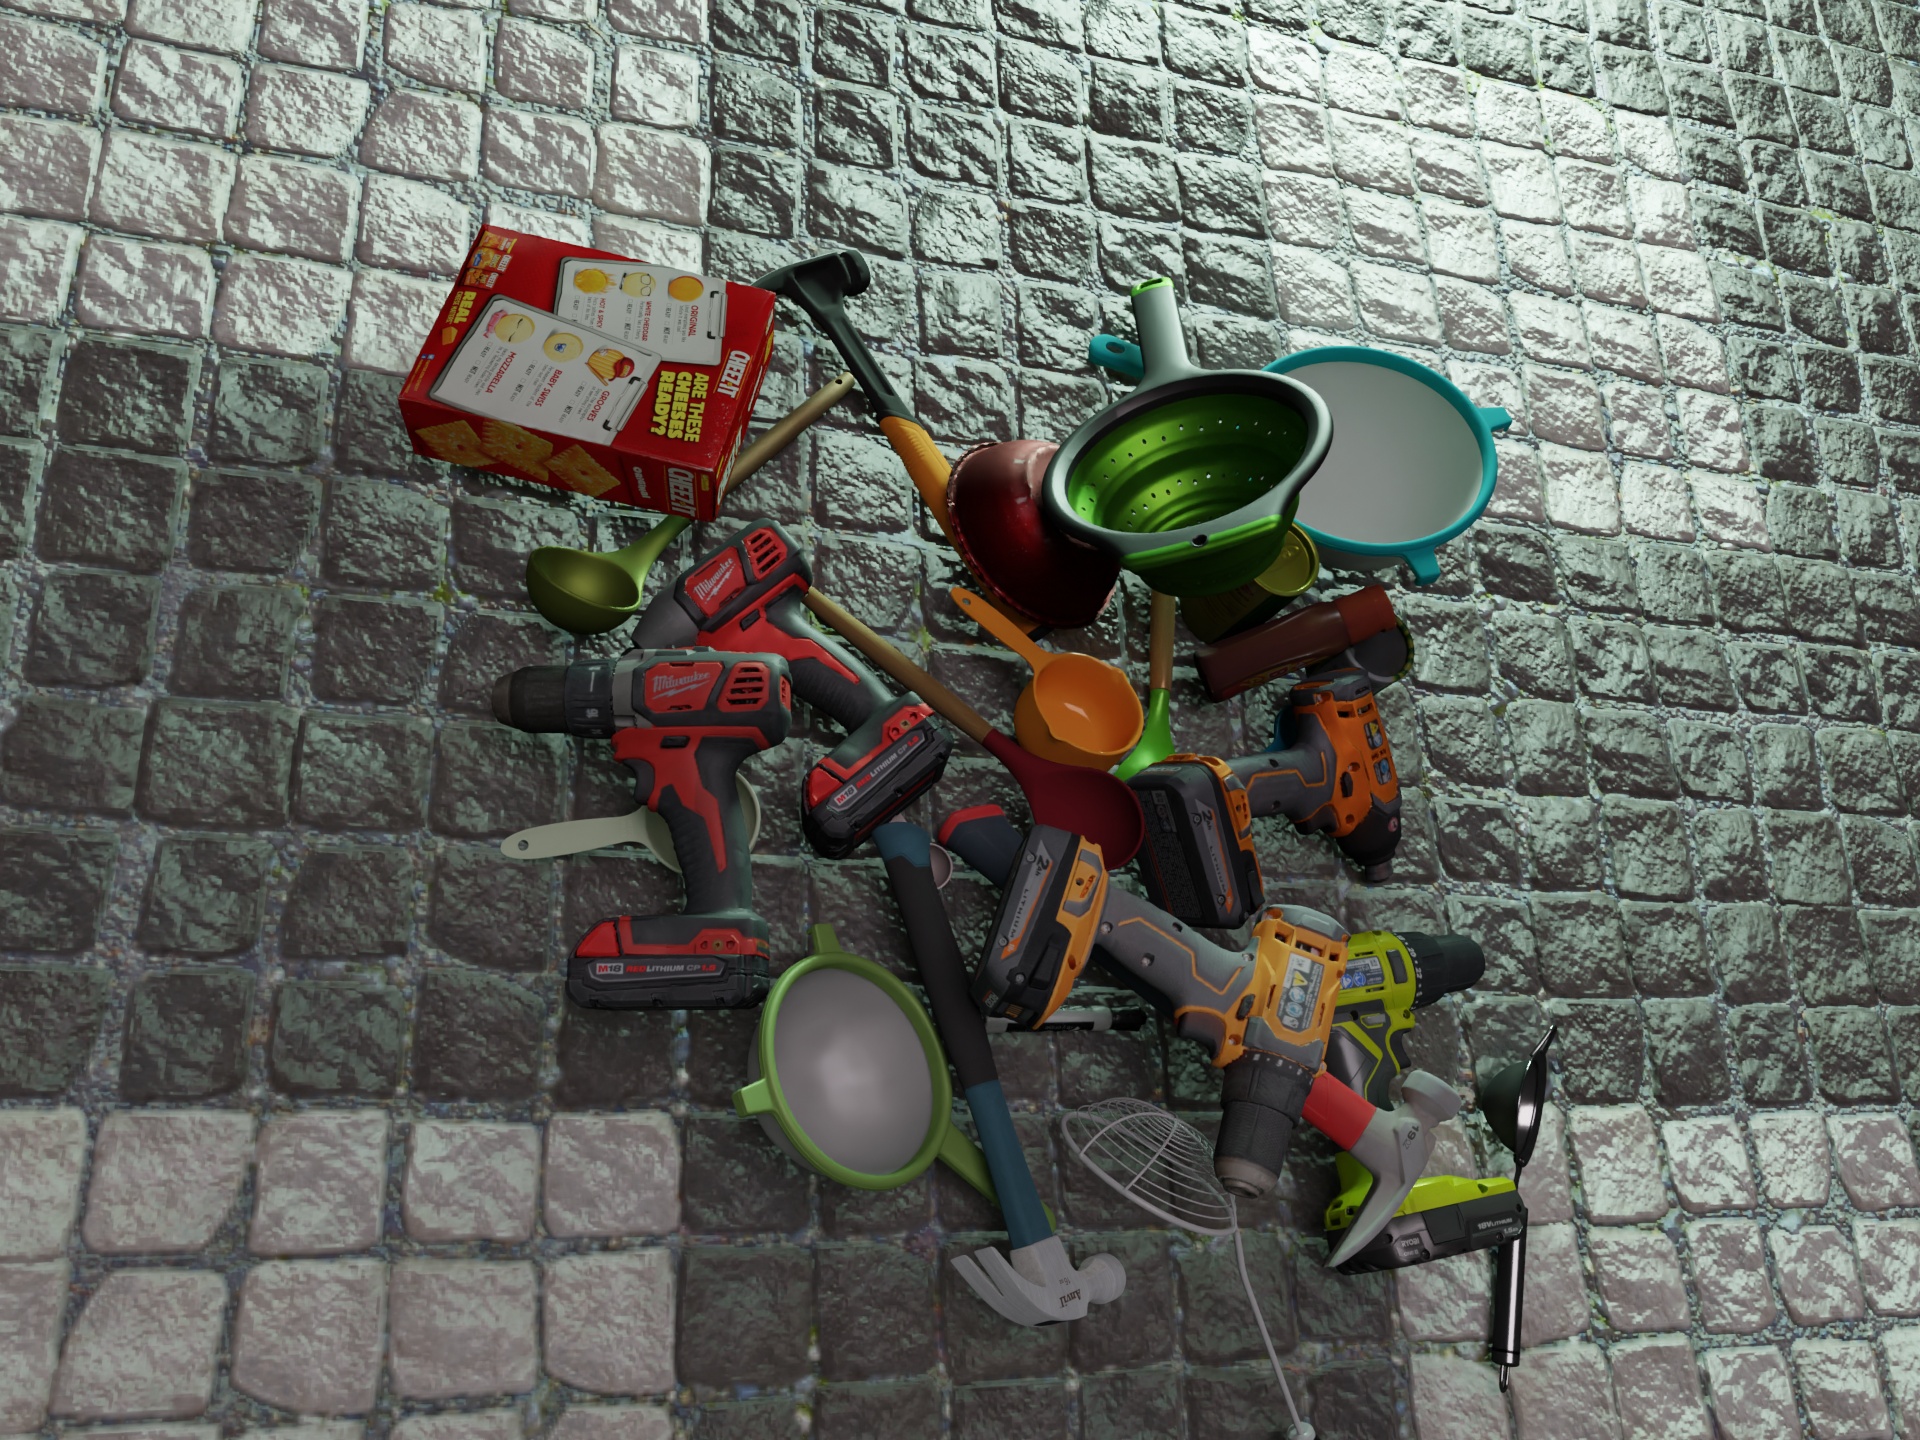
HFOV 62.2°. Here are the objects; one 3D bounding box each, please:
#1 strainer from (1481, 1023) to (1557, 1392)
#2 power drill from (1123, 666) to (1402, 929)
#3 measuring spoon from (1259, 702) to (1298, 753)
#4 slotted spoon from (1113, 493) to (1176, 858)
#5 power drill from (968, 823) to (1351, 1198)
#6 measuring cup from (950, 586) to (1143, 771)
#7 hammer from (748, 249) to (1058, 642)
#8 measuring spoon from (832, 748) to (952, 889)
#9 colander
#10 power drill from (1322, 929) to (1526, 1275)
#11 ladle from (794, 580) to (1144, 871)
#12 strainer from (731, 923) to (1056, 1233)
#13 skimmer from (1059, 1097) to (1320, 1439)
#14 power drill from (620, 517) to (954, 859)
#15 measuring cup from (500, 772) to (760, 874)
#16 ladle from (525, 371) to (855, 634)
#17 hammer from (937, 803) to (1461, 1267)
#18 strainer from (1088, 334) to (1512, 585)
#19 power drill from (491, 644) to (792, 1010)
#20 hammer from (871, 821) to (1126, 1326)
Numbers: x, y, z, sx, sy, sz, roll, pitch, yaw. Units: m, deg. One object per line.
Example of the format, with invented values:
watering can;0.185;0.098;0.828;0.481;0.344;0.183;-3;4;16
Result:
strainer;0.396;0.345;1.143;0.086;0.050;0.259;36;59;-54
power drill;0.234;0.071;1.154;0.226;0.084;0.164;-23;100;-33
measuring spoon;0.228;0.034;1.218;0.128;0.021;0.042;-42;99;-18
slotted spoon;0.151;-0.046;1.213;0.070;0.031;0.314;13;65;-16
power drill;0.123;0.181;1.003;0.226;0.084;0.185;20;63;-1
measuring cup;0.051;-0.027;1.155;0.174;0.052;0.095;41;48;8
hammer;-0.037;-0.199;1.187;0.127;0.034;0.337;-31;86;-40
measuring spoon;-0.051;0.069;1.109;0.034;0.018;0.124;-36;78;-14
colander;0.167;-0.207;1.184;0.204;0.094;0.398;-14;39;12
power drill;0.312;0.260;1.126;0.190;0.080;0.229;-5;69;-20
ladle;-0.002;-0.004;1.110;0.315;0.031;0.069;38;86;13
strainer;-0.045;0.261;1.016;0.256;0.069;0.152;44;39;-19
skimmer;0.170;0.412;1.026;0.090;0.127;0.363;-21;90;7
power drill;-0.119;-0.019;1.077;0.143;0.078;0.220;-39;81;-15
measuring cup;-0.214;0.073;1.042;0.167;0.038;0.083;-8;79;-4
ladle;-0.179;-0.168;1.129;0.078;0.062;0.320;36;59;13
hammer;0.136;0.194;1.068;0.386;0.038;0.143;36;73;11
strainer;0.256;-0.219;1.290;0.340;0.095;0.211;25;61;14
power drill;-0.200;0.064;0.987;0.188;0.080;0.227;-1;78;1
hammer;0.010;0.221;1.022;0.128;0.033;0.331;3;62;-53
